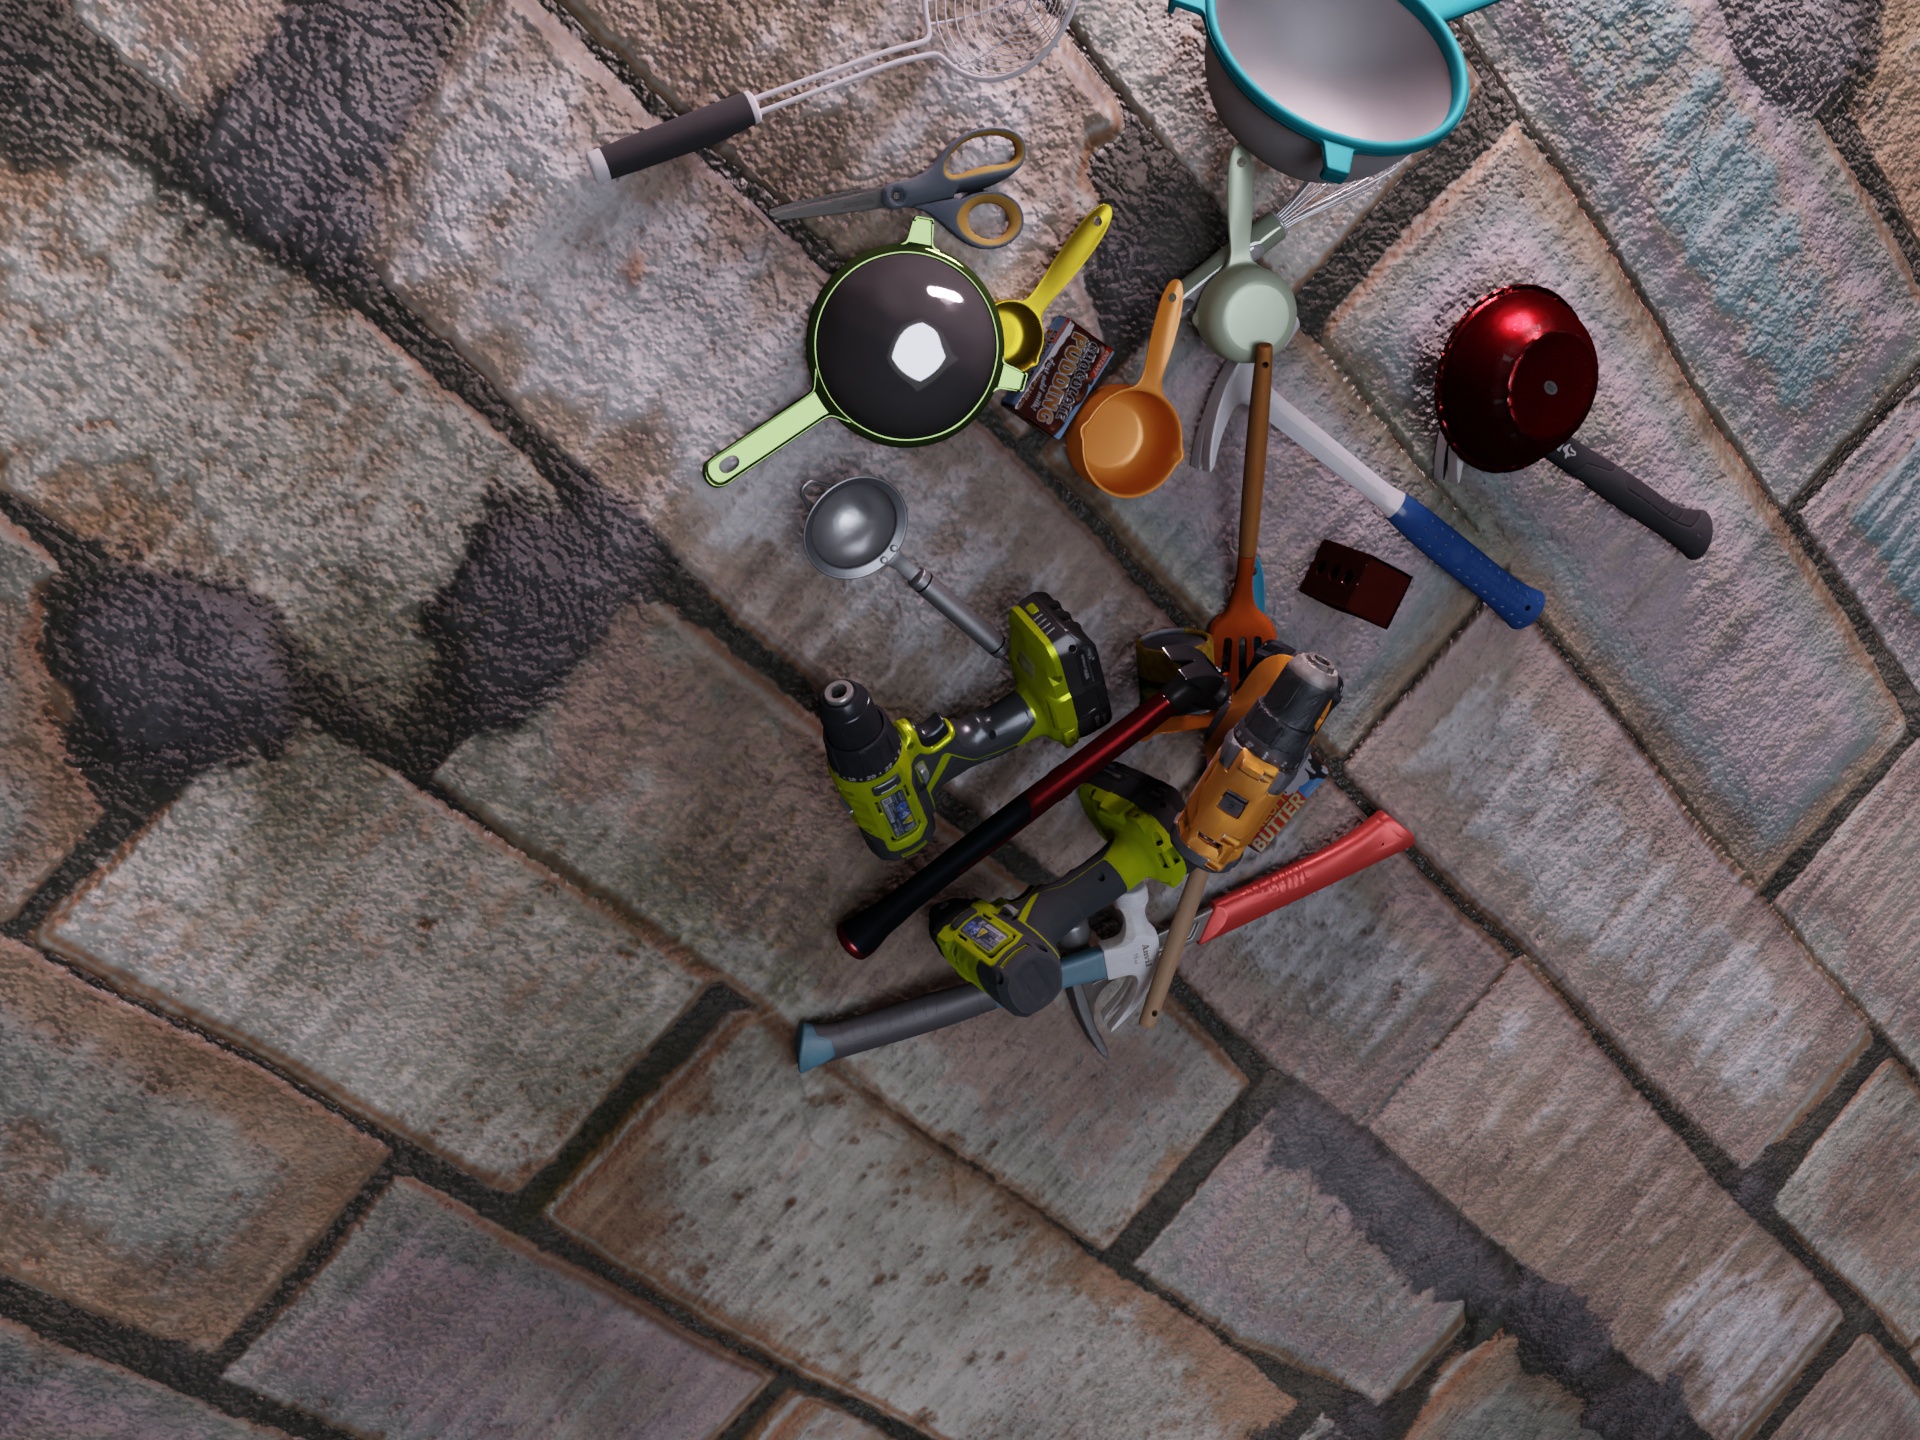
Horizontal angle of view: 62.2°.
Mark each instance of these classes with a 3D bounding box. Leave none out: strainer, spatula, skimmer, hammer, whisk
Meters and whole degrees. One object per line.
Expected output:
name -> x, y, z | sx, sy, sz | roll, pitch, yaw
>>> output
strainer -> -0.039, -0.116, 1.261 | 0.087, 0.050, 0.258 | -47, 123, 6
spatula -> 0.242, -0.155, 1.321 | 0.081, 0.041, 0.322 | -2, 124, 0
skimmer -> -0.089, -0.461, 1.096 | 0.363, 0.090, 0.127 | -24, 82, -9
hammer -> 0.015, 0.240, 1.384 | 0.331, 0.033, 0.128 | -15, 112, -7
hammer -> 0.047, 0.071, 1.286 | 0.386, 0.143, 0.038 | -38, 73, 13
hammer -> 0.262, 0.181, 1.477 | 0.359, 0.037, 0.149 | -23, 114, -12
hammer -> 0.572, -0.227, 1.455 | 0.334, 0.035, 0.146 | 24, 97, -26
hammer -> 0.369, -0.189, 1.391 | 0.405, 0.035, 0.144 | 31, 95, -26
strainer -> -0.081, -0.245, 1.172 | 0.256, 0.069, 0.151 | -34, 107, 0
strainer -> 0.314, -0.506, 1.228 | 0.340, 0.095, 0.211 | -31, 76, -28
whisk -> 0.260, -0.401, 1.273 | 0.246, 0.059, 0.057 | -38, 145, 0

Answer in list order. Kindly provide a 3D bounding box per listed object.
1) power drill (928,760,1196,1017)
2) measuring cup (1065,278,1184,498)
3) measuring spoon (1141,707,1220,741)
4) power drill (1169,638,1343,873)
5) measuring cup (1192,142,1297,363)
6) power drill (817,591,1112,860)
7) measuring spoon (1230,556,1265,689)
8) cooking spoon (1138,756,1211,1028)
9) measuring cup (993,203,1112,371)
power drill -> 0.082, 0.136, 1.331 | 0.223, 0.171, 0.080 | -37, 117, -15
measuring cup -> 0.139, -0.266, 1.270 | 0.095, 0.052, 0.173 | 10, 102, -23
measuring spoon -> 0.207, -0.002, 1.397 | 0.117, 0.011, 0.021 | -12, 81, -10
power drill -> 0.248, 0.005, 1.266 | 0.084, 0.226, 0.185 | 31, 115, 7
measuring cup -> 0.224, -0.360, 1.237 | 0.083, 0.038, 0.167 | -10, 116, -9
power drill -> -0.002, -0.004, 1.264 | 0.228, 0.080, 0.190 | -31, 140, -10
measuring spoon -> 0.256, -0.083, 1.398 | 0.042, 0.021, 0.128 | -3, 101, 1
cooking spoon -> 0.217, 0.119, 1.400 | 0.068, 0.017, 0.319 | 25, 80, -22
measuring cup -> 0.063, -0.336, 1.232 | 0.062, 0.029, 0.156 | 38, 90, -27
